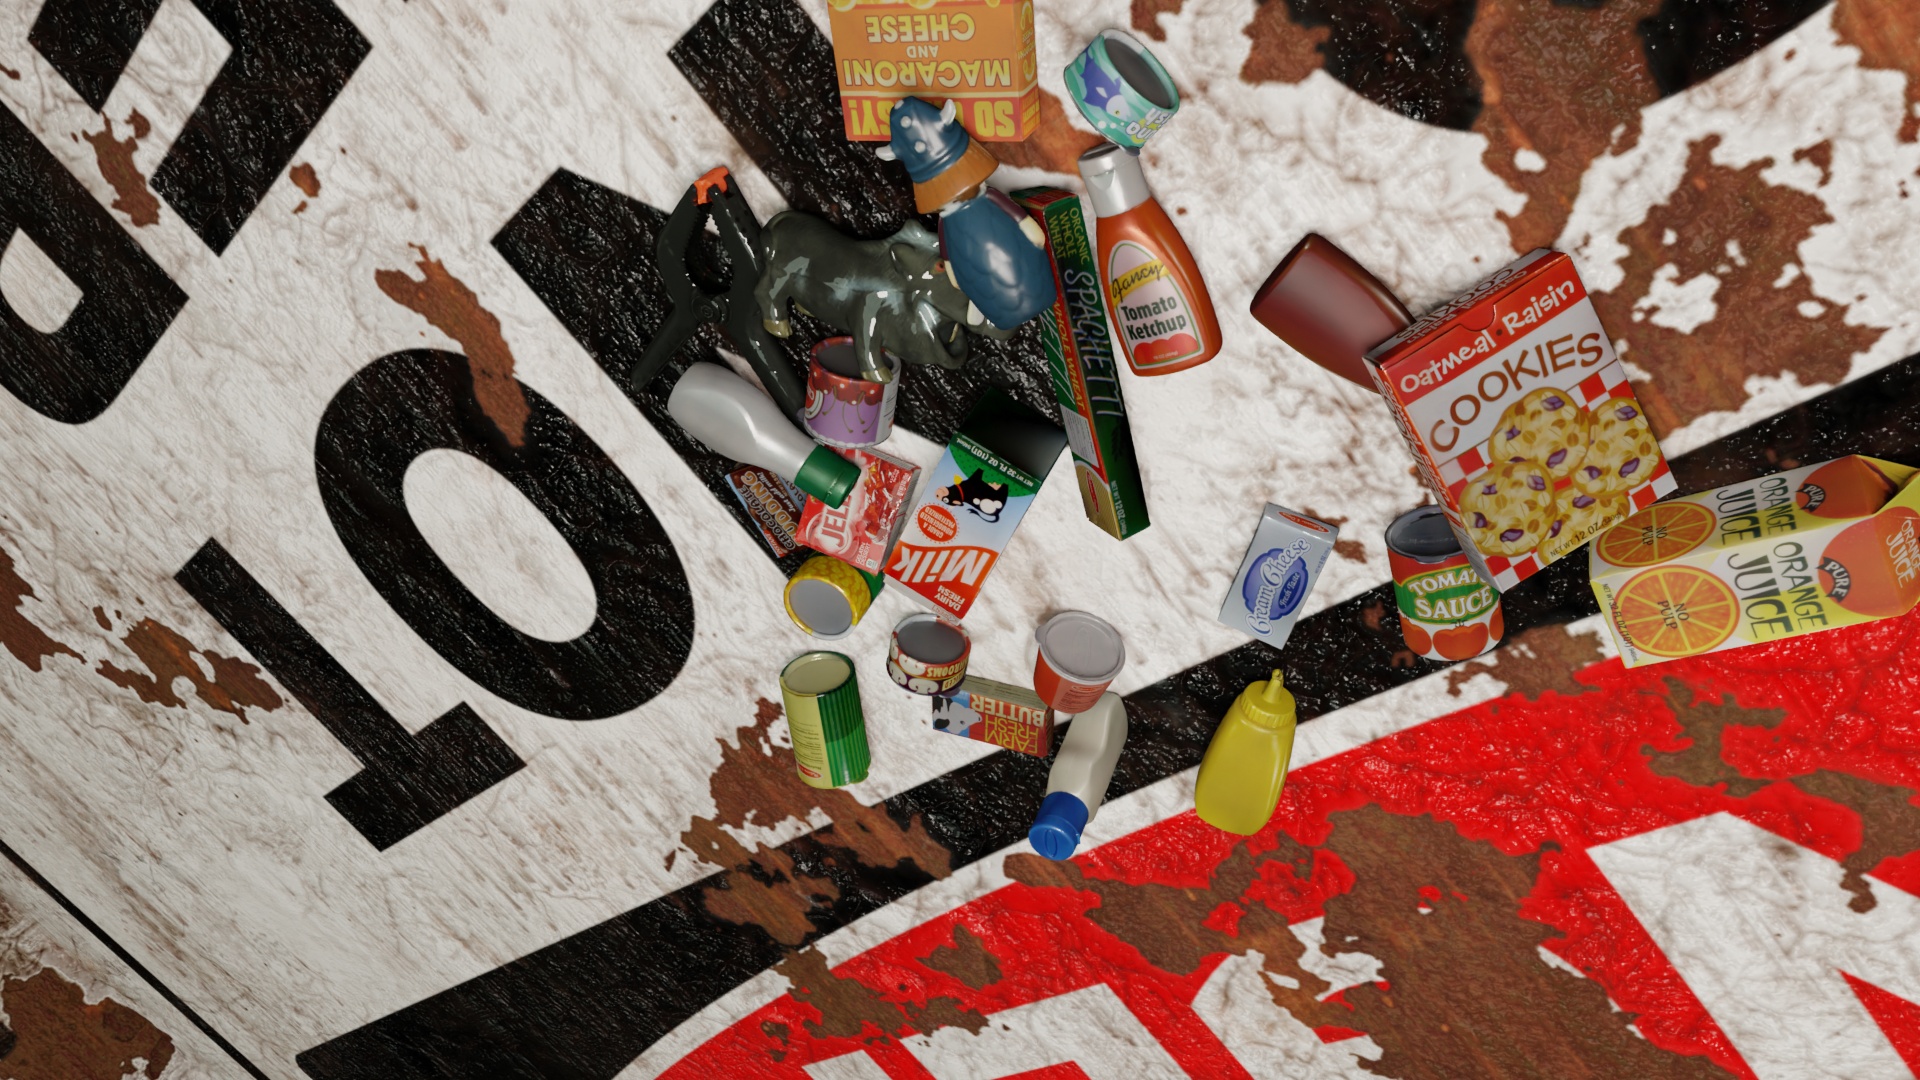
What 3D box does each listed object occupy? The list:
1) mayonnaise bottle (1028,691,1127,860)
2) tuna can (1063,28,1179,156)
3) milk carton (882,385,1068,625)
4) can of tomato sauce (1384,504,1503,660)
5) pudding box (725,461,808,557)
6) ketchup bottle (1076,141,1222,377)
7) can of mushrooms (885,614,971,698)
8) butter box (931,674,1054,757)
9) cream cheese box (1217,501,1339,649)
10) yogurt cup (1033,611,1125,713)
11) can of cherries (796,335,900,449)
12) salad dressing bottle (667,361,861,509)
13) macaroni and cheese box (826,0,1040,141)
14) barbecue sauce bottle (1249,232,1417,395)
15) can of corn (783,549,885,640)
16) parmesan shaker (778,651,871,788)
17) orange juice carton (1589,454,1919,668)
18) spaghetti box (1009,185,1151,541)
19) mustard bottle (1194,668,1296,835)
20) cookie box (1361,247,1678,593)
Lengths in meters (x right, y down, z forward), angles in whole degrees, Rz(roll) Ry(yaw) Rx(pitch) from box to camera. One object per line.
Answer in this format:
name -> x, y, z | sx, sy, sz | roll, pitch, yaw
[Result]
mayonnaise bottle -> 0.092, 0.183, 1.077 | 0.041, 0.149, 0.064 | 6, 124, 21
tuna can -> 0.097, -0.265, 0.819 | 0.071, 0.071, 0.032 | 44, 128, -9
milk carton -> 0.004, -0.013, 1.032 | 0.072, 0.074, 0.189 | 32, 130, 2
can of tomato sauce -> 0.321, 0.029, 0.917 | 0.071, 0.071, 0.082 | -4, 121, 27
pudding box -> -0.145, -0.032, 1.115 | 0.049, 0.030, 0.083 | -17, 114, 33
ketchup bottle -> 0.116, -0.180, 0.886 | 0.064, 0.044, 0.148 | -10, 117, 30
can of mushrooms -> -0.024, 0.093, 1.120 | 0.071, 0.071, 0.033 | 19, 127, 12
butter box -> 0.027, 0.144, 1.161 | 0.103, 0.024, 0.052 | 12, 126, 17
cream cheese box -> 0.225, 0.025, 0.989 | 0.053, 0.024, 0.103 | 23, 129, 10
yogurt cup -> 0.089, 0.097, 1.076 | 0.072, 0.073, 0.053 | 24, 137, 8
can of cherries -> -0.082, -0.108, 1.008 | 0.071, 0.072, 0.058 | 20, 128, 11
salad dressing bottle -> -0.145, -0.076, 1.034 | 0.148, 0.044, 0.064 | 33, 137, 1
macaroni and cheese box -> -0.019, -0.331, 0.846 | 0.124, 0.040, 0.165 | 7, 124, 20
barbecue sauce bottle -> 0.255, -0.123, 0.861 | 0.148, 0.044, 0.064 | 36, 130, -3
can of corn -> -0.104, 0.037, 1.125 | 0.071, 0.058, 0.070 | 12, 126, 17
parmesan shaker -> -0.114, 0.156, 1.206 | 0.071, 0.072, 0.102 | 7, 124, 20
orange juice carton -> 0.485, 0.010, 0.827 | 0.192, 0.073, 0.071 | -18, 113, 32
spaghetti box -> 0.082, -0.116, 0.938 | 0.050, 0.029, 0.249 | 39, 150, 58
mustard bottle -> 0.225, 0.156, 1.062 | 0.065, 0.049, 0.159 | 19, 127, 11
cookie box -> 0.334, -0.070, 0.827 | 0.123, 0.040, 0.167 | -32, 107, 5
